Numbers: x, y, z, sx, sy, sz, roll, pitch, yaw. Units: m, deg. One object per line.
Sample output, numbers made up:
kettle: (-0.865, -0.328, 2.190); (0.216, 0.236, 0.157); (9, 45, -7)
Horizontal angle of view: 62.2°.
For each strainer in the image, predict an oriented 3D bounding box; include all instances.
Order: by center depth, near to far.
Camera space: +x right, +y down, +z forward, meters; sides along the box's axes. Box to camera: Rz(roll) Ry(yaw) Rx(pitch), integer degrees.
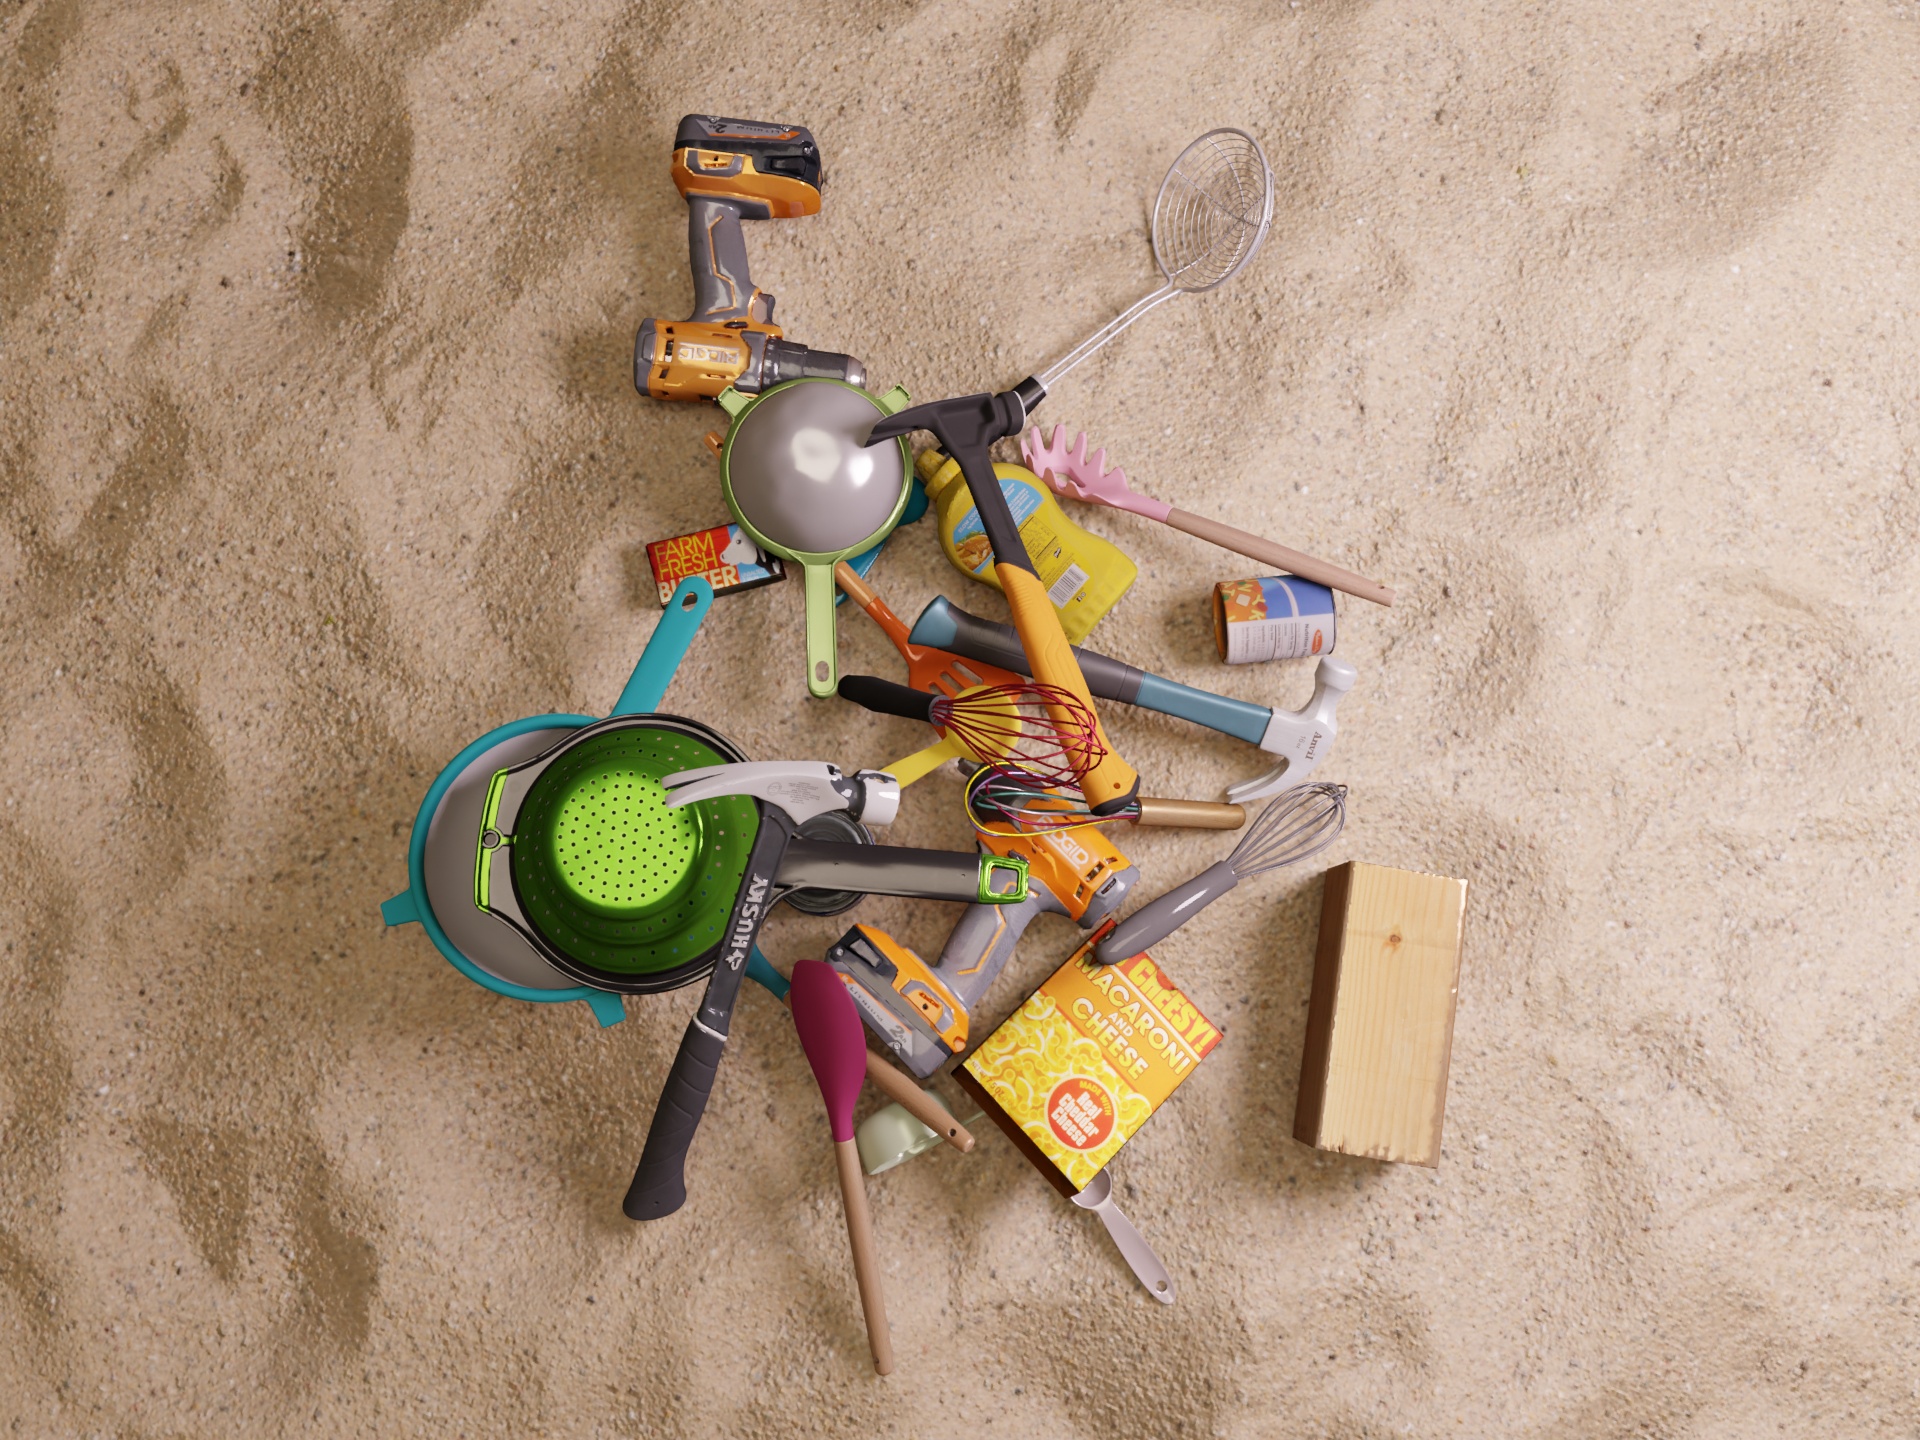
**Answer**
strainer: (-0.108, -0.147, 1.208); (0.151, 0.069, 0.256); (-1, 81, -5)
strainer: (-0.270, 0.050, 1.210); (0.211, 0.095, 0.340); (25, 77, 2)

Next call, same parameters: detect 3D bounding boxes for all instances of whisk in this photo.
whisk: (-0.002, -0.004, 1.147); (0.073, 0.296, 0.073); (-8, 104, -37)
whisk: (0.112, 0.062, 1.179); (0.244, 0.051, 0.047); (5, 60, -28)
whisk: (0.199, 0.114, 1.198); (0.239, 0.055, 0.055); (-32, 81, -14)

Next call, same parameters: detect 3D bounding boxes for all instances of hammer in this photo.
hammer: (-0.172, 0.196, 1.093); (0.149, 0.036, 0.408); (9, 120, -23)
hammer: (0.043, -0.086, 1.163); (0.127, 0.034, 0.337); (-15, 75, -25)
hammer: (0.123, -0.030, 1.211); (0.331, 0.033, 0.128); (17, 109, -1)

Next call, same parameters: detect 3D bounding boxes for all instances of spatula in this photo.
spatula: (-0.113, 0.216, 1.172); (0.318, 0.044, 0.082); (33, 81, 28)
spatula: (-0.086, -0.111, 1.250); (0.081, 0.041, 0.322); (-44, 90, -7)

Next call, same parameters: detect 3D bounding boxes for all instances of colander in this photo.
colander: (-0.146, 0.093, 1.111); (0.397, 0.094, 0.204); (5, 78, -2)

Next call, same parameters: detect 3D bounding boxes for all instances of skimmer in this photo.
skimmer: (0.100, -0.327, 1.272); (0.363, 0.090, 0.127); (-39, 49, -3)

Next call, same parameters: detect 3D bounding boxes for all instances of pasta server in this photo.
pasta server: (0.188, -0.155, 1.233); (0.316, 0.040, 0.060); (24, 47, 19)

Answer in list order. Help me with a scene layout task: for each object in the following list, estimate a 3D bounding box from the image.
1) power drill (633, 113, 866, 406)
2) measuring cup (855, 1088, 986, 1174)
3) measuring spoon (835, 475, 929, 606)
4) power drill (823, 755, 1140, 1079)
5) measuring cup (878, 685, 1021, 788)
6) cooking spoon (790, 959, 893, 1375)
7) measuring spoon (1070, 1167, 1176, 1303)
power drill: (-0.159, -0.361, 1.288); (0.185, 0.084, 0.226); (7, 84, -1)
measuring cup: (-0.002, 0.283, 1.184); (0.167, 0.083, 0.038); (-24, 72, -19)
measuring spoon: (-0.071, -0.145, 1.275); (0.042, 0.021, 0.128); (33, 82, 6)
power drill: (0.002, 0.139, 1.198); (0.226, 0.084, 0.164); (-44, 80, -10)
measuring cup: (-0.027, 0.025, 1.203); (0.156, 0.029, 0.062); (-29, 64, -1)
cooking spoon: (-0.080, 0.324, 1.143); (0.069, 0.017, 0.319); (-1, 103, 40)
measuring spoon: (0.121, 0.382, 1.187); (0.034, 0.018, 0.124); (-35, 88, -6)
